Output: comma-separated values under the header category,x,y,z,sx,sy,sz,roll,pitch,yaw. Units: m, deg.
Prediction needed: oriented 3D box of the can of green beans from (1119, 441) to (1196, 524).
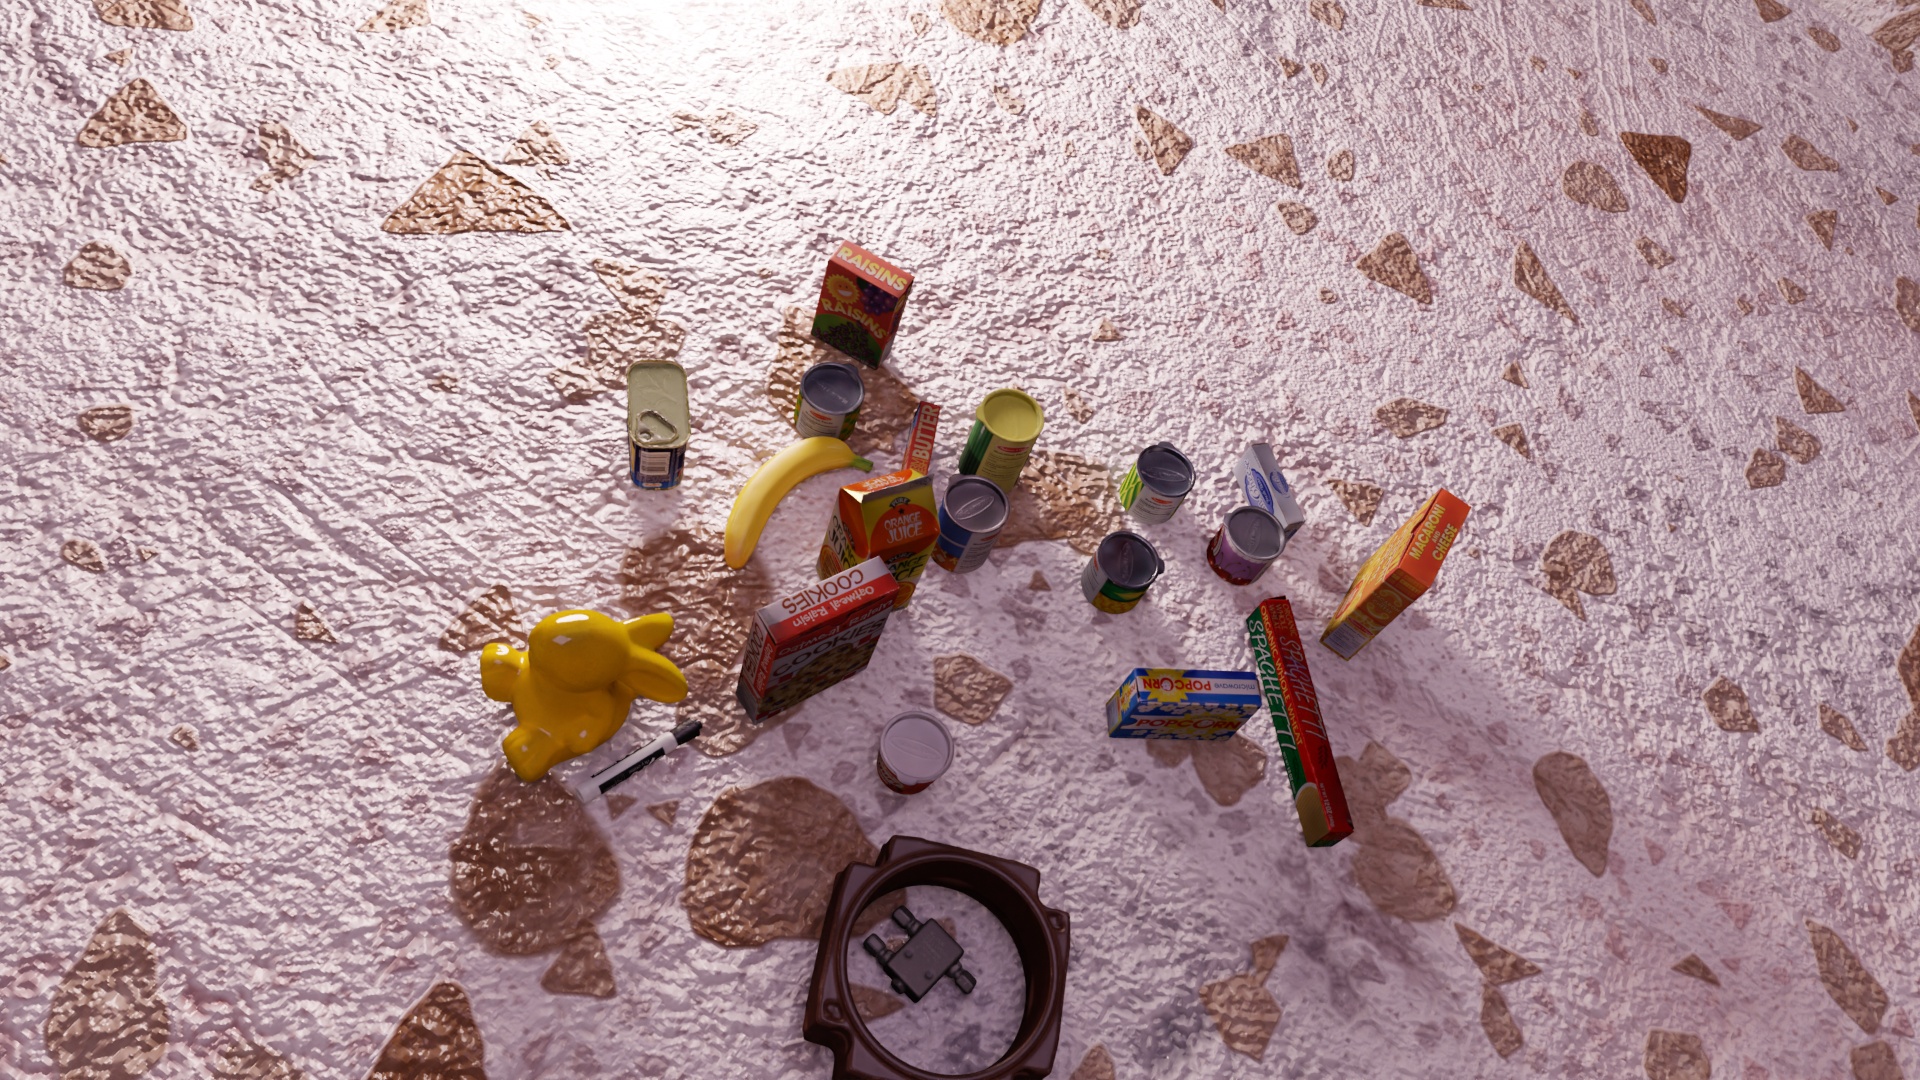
category,x,y,z,sx,sy,sz,roll,pitch,yaw
can of green beans,0.208,-0.059,1.472,0.071,0.057,0.071,7,58,-12

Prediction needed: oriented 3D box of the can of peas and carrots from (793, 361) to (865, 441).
category,x,y,z,sx,sy,sz,roll,pitch,yaw
can of peas and carrots,-0.134,-0.141,1.424,0.071,0.058,0.071,7,58,-12

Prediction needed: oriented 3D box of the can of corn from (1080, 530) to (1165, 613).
category,x,y,z,sx,sy,sz,roll,pitch,yaw
can of corn,0.163,0.033,1.403,0.071,0.058,0.071,7,58,-12

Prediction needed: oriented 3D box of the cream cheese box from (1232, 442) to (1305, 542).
category,x,y,z,sx,sy,sz,roll,pitch,yaw
cream cheese box,0.333,-0.048,1.504,0.024,0.053,0.104,-9,62,-20

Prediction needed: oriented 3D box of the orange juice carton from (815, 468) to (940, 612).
category,x,y,z,sx,sy,sz,roll,pitch,yaw
orange juice carton,-0.075,-0.001,1.276,0.072,0.191,0.073,-16,65,-24

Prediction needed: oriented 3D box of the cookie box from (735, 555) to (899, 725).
category,x,y,z,sx,sy,sz,roll,pitch,yaw
cookie box,-0.127,0.090,1.220,0.123,0.166,0.040,-25,69,-27

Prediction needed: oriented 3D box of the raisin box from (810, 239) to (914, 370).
category,x,y,z,sx,sy,sz,roll,pitch,yaw
raisin box,-0.104,-0.246,1.458,0.086,0.122,0.040,30,57,3

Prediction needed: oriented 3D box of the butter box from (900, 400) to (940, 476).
category,x,y,z,sx,sy,sz,roll,pitch,yaw
butter box,-0.044,-0.087,1.420,0.024,0.052,0.104,15,57,-7

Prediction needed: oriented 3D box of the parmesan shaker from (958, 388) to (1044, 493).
category,x,y,z,sx,sy,sz,roll,pitch,yaw
parmesan shaker,0.037,-0.100,1.421,0.071,0.102,0.071,7,58,-12

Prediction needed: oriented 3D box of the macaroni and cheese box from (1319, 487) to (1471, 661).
category,x,y,z,sx,sy,sz,roll,pitch,yaw
macaroni and cheese box,0.440,0.036,1.415,0.040,0.165,0.124,35,57,6

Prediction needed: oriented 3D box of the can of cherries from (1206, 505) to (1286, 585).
category,x,y,z,sx,sy,sz,roll,pitch,yaw
can of cherries,0.297,0.004,1.458,0.071,0.058,0.072,7,58,-12

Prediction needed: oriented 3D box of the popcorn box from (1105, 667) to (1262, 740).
category,x,y,z,sx,sy,sz,roll,pitch,yaw
popcorn box,0.212,0.157,1.325,0.127,0.084,0.038,3,59,-14

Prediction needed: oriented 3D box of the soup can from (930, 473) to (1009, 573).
category,x,y,z,sx,sy,sz,roll,pitch,yaw
soup can,0.005,-0.017,1.373,0.071,0.083,0.071,7,58,-12

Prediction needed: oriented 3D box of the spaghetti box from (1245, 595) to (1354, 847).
category,x,y,z,sx,sy,sz,roll,pitch,yaw
spaghetti box,0.332,0.175,1.369,0.029,0.050,0.251,0,60,-16

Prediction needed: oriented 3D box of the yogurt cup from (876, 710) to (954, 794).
category,x,y,z,sx,sy,sz,roll,pitch,yaw
yogurt cup,-0.044,0.194,1.249,0.072,0.053,0.073,7,58,-12
